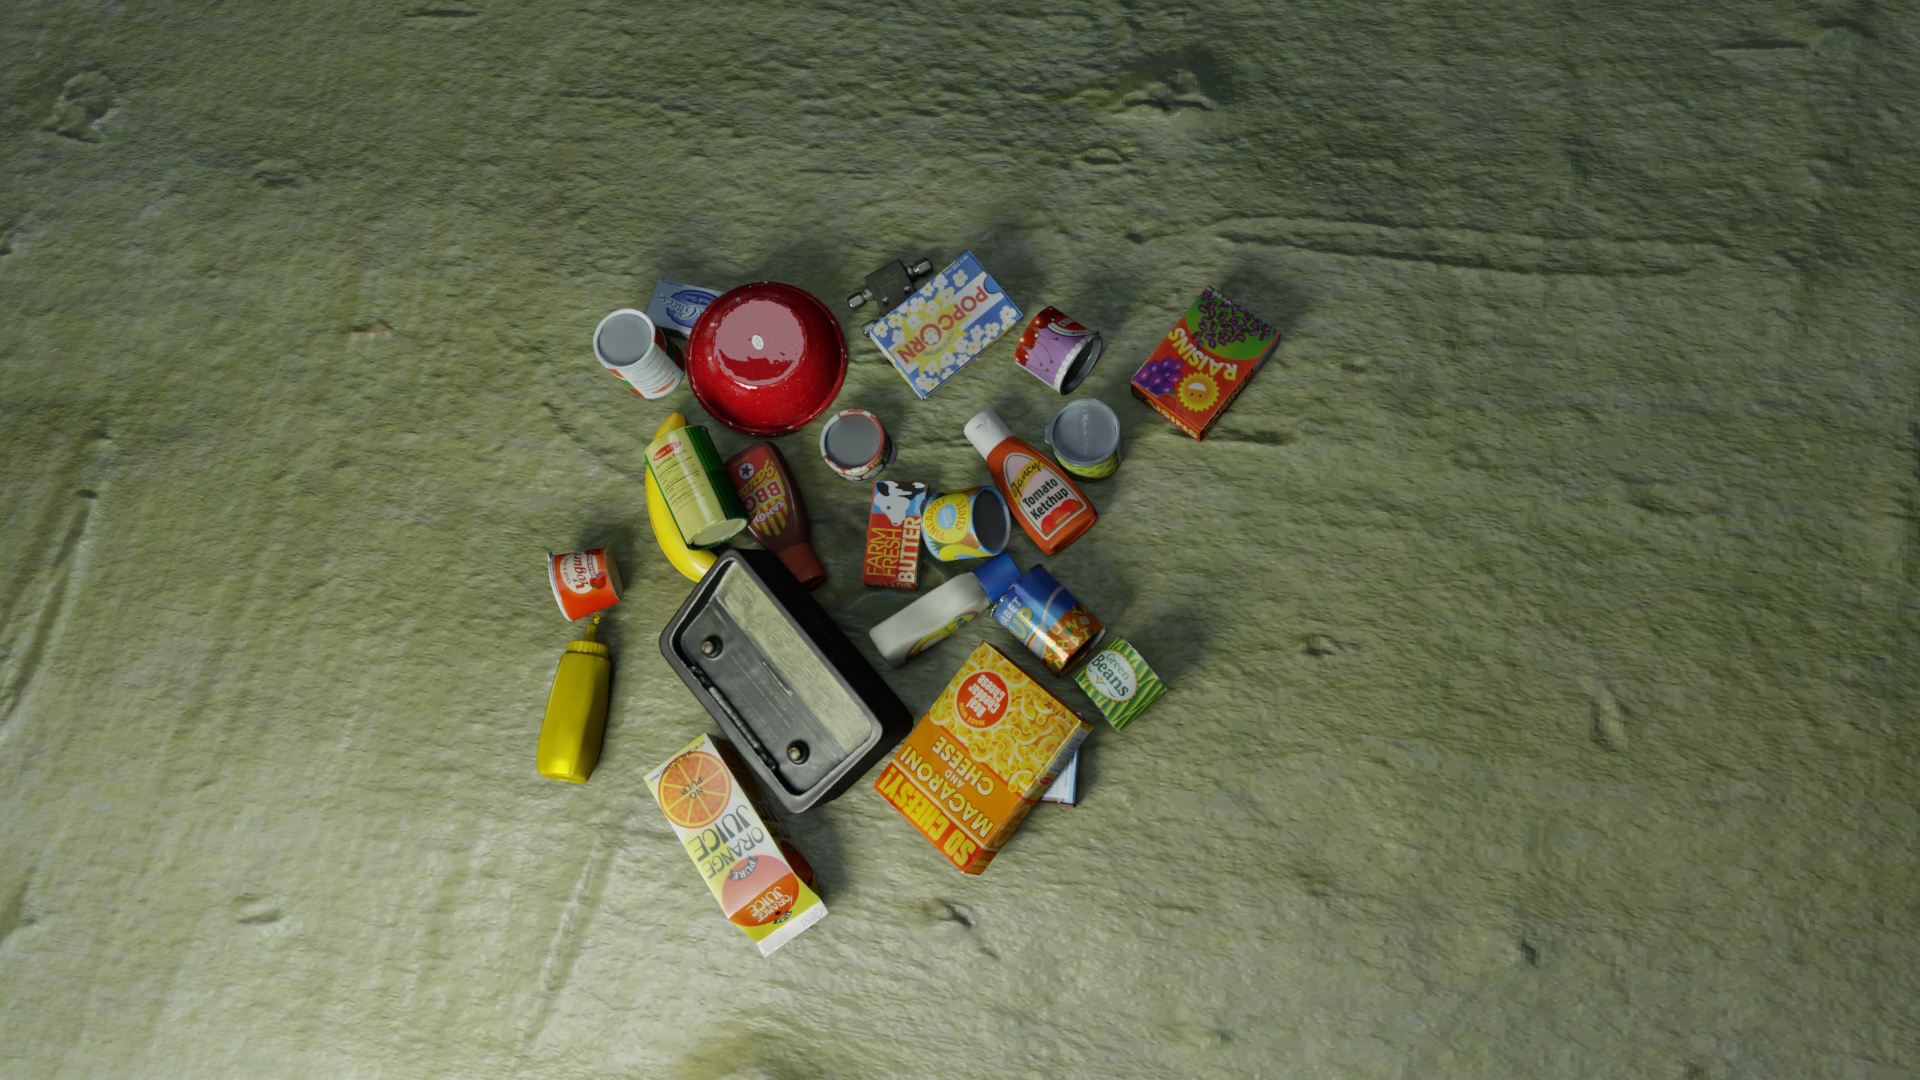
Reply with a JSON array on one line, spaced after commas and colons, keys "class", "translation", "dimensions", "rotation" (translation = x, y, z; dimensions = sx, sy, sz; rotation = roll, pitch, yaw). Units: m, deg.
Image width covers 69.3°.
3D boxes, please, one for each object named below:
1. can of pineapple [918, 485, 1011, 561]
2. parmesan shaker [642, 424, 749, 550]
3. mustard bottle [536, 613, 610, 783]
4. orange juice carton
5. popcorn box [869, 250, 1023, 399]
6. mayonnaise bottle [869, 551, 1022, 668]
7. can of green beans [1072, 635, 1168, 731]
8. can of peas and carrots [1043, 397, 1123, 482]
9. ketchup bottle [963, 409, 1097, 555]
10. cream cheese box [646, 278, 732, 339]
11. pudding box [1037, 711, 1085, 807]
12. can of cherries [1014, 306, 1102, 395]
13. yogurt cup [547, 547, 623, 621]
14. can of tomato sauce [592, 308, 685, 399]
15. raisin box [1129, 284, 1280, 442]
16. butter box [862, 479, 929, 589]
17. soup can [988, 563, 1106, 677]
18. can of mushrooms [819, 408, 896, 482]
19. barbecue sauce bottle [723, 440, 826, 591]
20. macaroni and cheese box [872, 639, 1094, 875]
[{"class": "can of pineapple", "translation": [0.005, -0.016, 1.287], "dimensions": [0.058, 0.071, 0.071], "rotation": [-8, 72, 36]}, {"class": "parmesan shaker", "translation": [-0.253, -0.048, 1.323], "dimensions": [0.071, 0.071, 0.103], "rotation": [-28, 76, 2]}, {"class": "mustard bottle", "translation": [-0.363, 0.147, 1.320], "dimensions": [0.049, 0.065, 0.161], "rotation": [4, 70, 5]}, {"class": "orange juice carton", "translation": [-0.198, 0.274, 1.250], "dimensions": [0.072, 0.073, 0.193], "rotation": [-36, 73, -1]}, {"class": "popcorn box", "translation": [-0.014, -0.209, 1.357], "dimensions": [0.127, 0.038, 0.085], "rotation": [-39, 88, -2]}, {"class": "mayonnaise bottle", "translation": [-0.011, 0.063, 1.283], "dimensions": [0.148, 0.064, 0.041], "rotation": [-31, 72, -4]}, {"class": "can of green beans", "translation": [0.142, 0.128, 1.236], "dimensions": [0.058, 0.071, 0.071], "rotation": [-40, 73, -2]}, {"class": "can of peas and carrots", "translation": [0.117, -0.093, 1.304], "dimensions": [0.071, 0.058, 0.071], "rotation": [-3, 75, 10]}, {"class": "ketchup bottle", "translation": [0.061, -0.059, 1.312], "dimensions": [0.065, 0.043, 0.149], "rotation": [-38, 72, -2]}, {"class": "cream cheese box", "translation": [-0.267, -0.231, 1.424], "dimensions": [0.104, 0.024, 0.053], "rotation": [14, 79, 13]}, {"class": "pudding box", "translation": [0.084, 0.195, 1.247], "dimensions": [0.050, 0.030, 0.084], "rotation": [3, 76, 12]}, {"class": "can of cherries", "translation": [0.094, -0.184, 1.327], "dimensions": [0.058, 0.071, 0.071], "rotation": [36, 84, 17]}, {"class": "yogurt cup", "translation": [-0.362, 0.040, 1.347], "dimensions": [0.054, 0.072, 0.072], "rotation": [-16, 73, -3]}, {"class": "can of tomato sauce", "translation": [-0.322, -0.188, 1.391], "dimensions": [0.071, 0.083, 0.071], "rotation": [-2, 75, 9]}, {"class": "raisin box", "translation": [0.231, -0.167, 1.315], "dimensions": [0.086, 0.040, 0.123], "rotation": [38, 85, 16]}, {"class": "butter box", "translation": [-0.061, -0.006, 1.328], "dimensions": [0.053, 0.024, 0.103], "rotation": [4, 76, 10]}, {"class": "soup can", "translation": [0.079, 0.075, 1.260], "dimensions": [0.071, 0.071, 0.084], "rotation": [-45, 73, -4]}, {"class": "can of mushrooms", "translation": [-0.100, -0.093, 1.354], "dimensions": [0.071, 0.033, 0.071], "rotation": [-3, 74, 9]}, {"class": "barbecue sauce bottle", "translation": [-0.176, -0.020, 1.341], "dimensions": [0.065, 0.043, 0.149], "rotation": [-31, 73, 9]}, {"class": "macaroni and cheese box", "translation": [0.019, 0.192, 1.231], "dimensions": [0.124, 0.040, 0.166], "rotation": [38, 92, 30]}]
